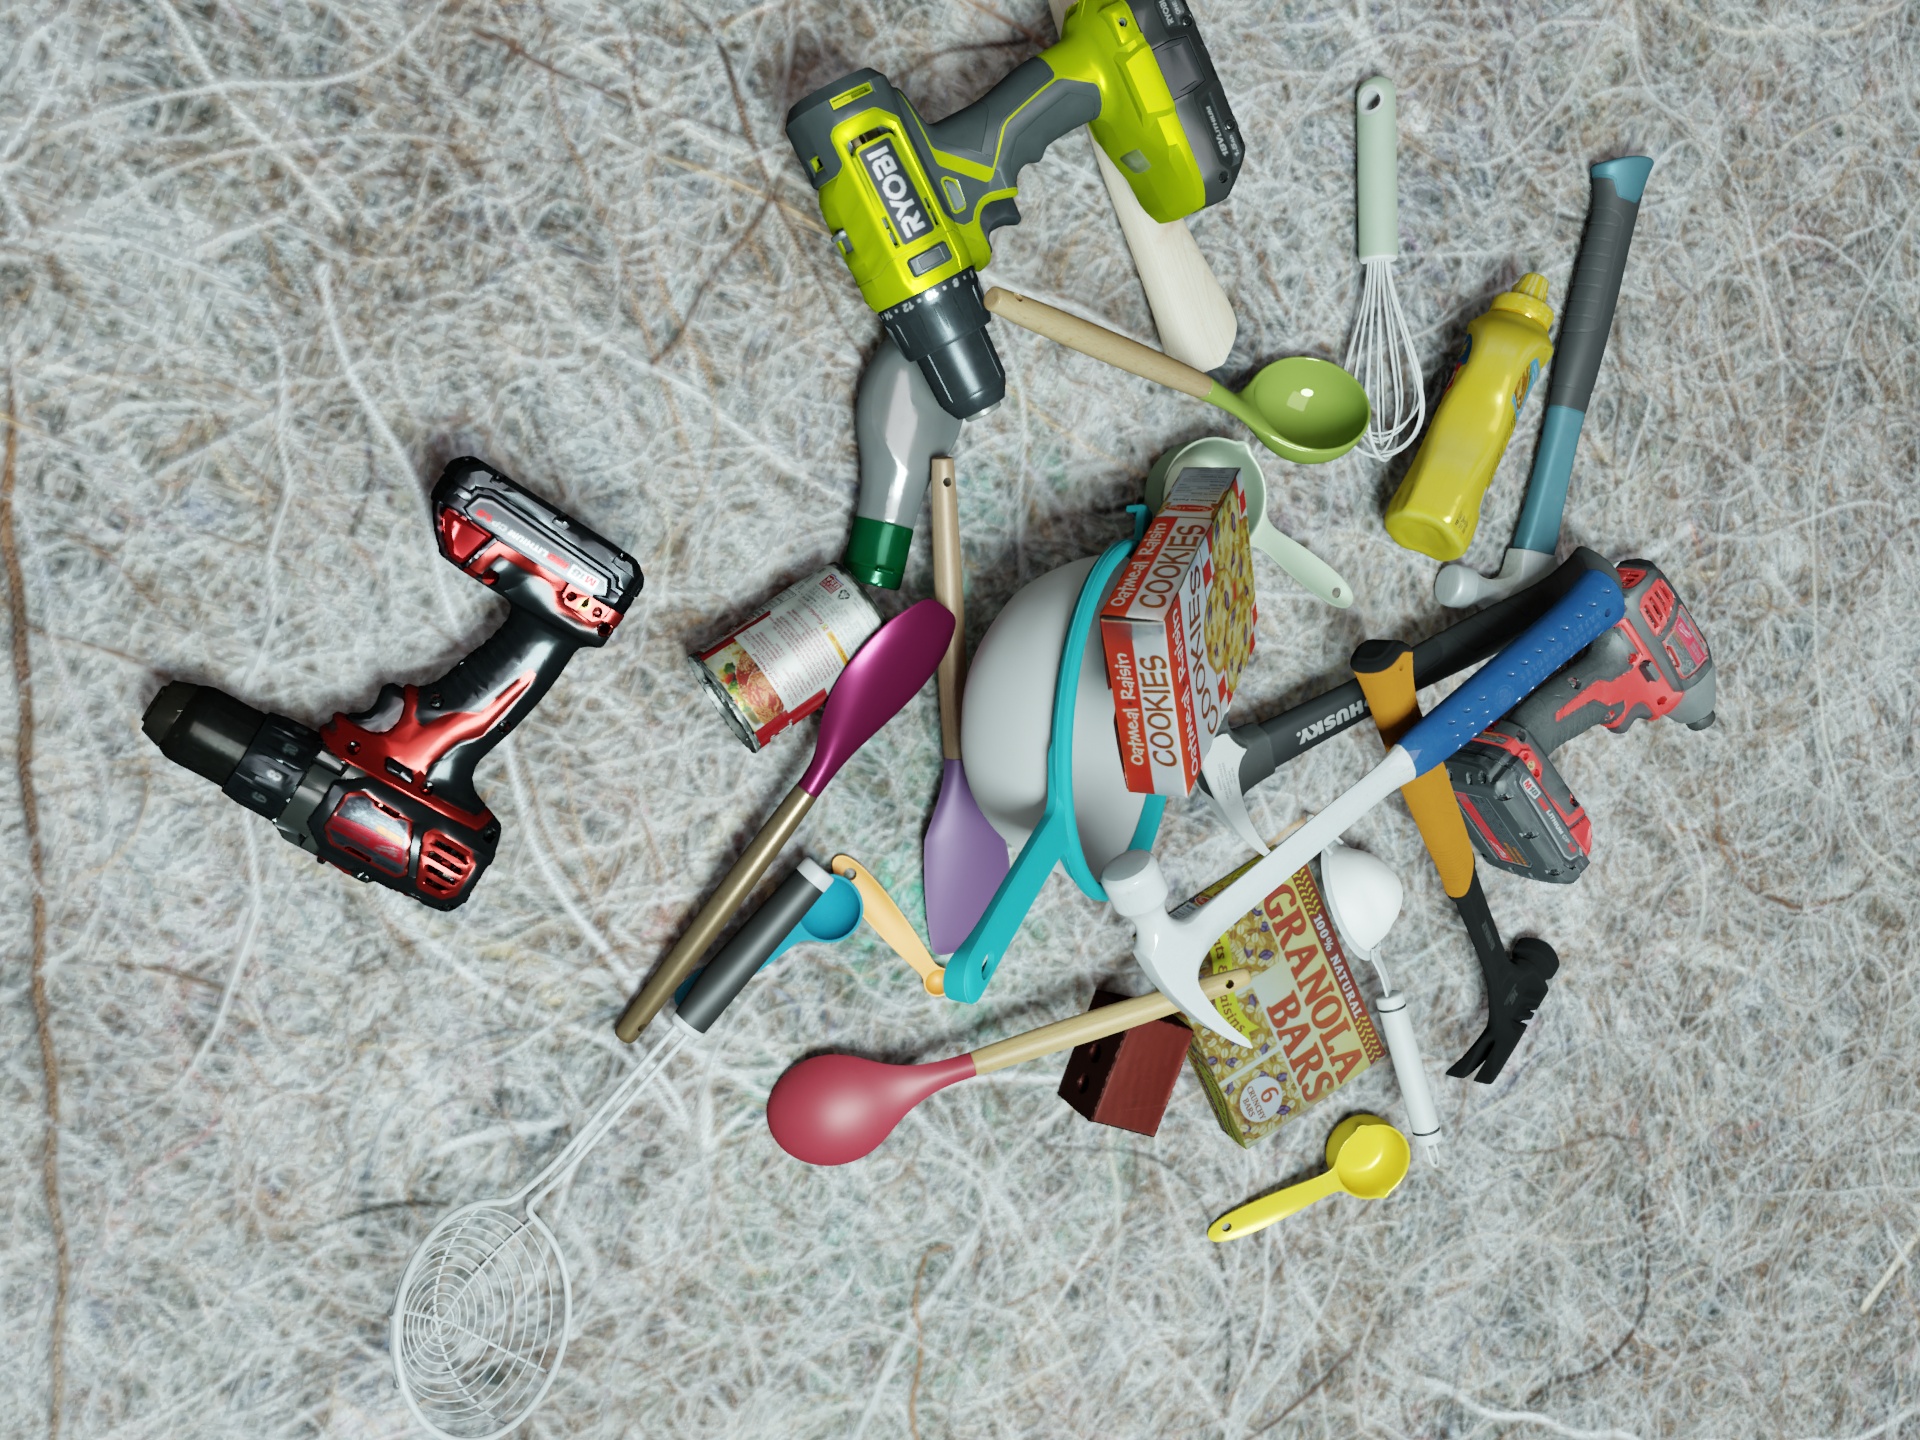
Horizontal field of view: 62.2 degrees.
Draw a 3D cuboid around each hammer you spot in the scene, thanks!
[{"bbox_3d":[0.070,-0.400,0.947,0.146,0.038,0.410,-25,106,-14],"label":"hammer"},{"bbox_3d":[0.424,-0.230,1.107,0.128,0.033,0.331,11,94,-21],"label":"hammer"},{"bbox_3d":[0.302,-0.028,1.061,0.335,0.035,0.146,-26,120,-12],"label":"hammer"},{"bbox_3d":[0.264,0.036,0.970,0.405,0.035,0.144,-36,115,-19],"label":"hammer"},{"bbox_3d":[0.323,0.090,1.064,0.127,0.034,0.336,-47,123,-31],"label":"hammer"}]

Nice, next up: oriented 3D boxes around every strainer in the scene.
[{"bbox_3d":[0.293,0.183,1.083,0.087,0.050,0.258,-25,100,-58],"label":"strainer"},{"bbox_3d":[0.033,0.032,0.896,0.340,0.095,0.210,-55,143,-47],"label":"strainer"}]

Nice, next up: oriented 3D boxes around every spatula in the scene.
[{"bbox_3d":[-0.002,-0.003,0.970,0.059,0.018,0.315,-11,110,-22],"label":"spatula"}]

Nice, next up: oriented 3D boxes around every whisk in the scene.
[{"bbox_3d":[0.274,-0.293,1.039,0.059,0.058,0.246,-11,100,-54],"label":"whisk"}]

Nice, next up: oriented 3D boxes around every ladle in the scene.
[{"bbox_3d":[0.033,0.207,0.990,0.315,0.031,0.069,-17,93,-7],"label":"ladle"},{"bbox_3d":[0.134,-0.209,0.925,0.320,0.062,0.078,8,52,-46],"label":"ladle"}]

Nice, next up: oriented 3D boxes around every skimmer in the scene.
[{"bbox_3d":[-0.183,0.236,0.906,0.363,0.090,0.127,-49,132,-6],"label":"skimmer"}]

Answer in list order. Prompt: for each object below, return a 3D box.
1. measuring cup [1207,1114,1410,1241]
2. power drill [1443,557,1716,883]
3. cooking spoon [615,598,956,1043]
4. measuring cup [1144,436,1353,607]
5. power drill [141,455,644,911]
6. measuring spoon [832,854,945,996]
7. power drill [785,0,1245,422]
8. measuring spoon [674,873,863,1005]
[{"bbox_3d":[0.243,0.328,1.129,0.156,0.029,0.062,-23,105,-4],"label":"measuring cup"},{"bbox_3d":[0.448,0.005,1.130,0.220,0.079,0.143,-45,111,-13],"label":"power drill"},{"bbox_3d":[-0.104,0.062,0.929,0.319,0.017,0.068,-53,146,5],"label":"cooking spoon"},{"bbox_3d":[0.188,-0.120,1.033,0.167,0.038,0.083,32,86,-24],"label":"measuring cup"},{"bbox_3d":[-0.295,-0.030,0.844,0.187,0.080,0.227,33,89,-21],"label":"power drill"},{"bbox_3d":[-0.043,0.128,0.996,0.021,0.011,0.116,-38,106,-2],"label":"measuring spoon"},{"bbox_3d":[0.039,-0.295,0.889,0.228,0.080,0.190,-31,105,-12],"label":"power drill"},{"bbox_3d":[-0.117,0.136,0.967,0.128,0.021,0.042,-31,94,-4],"label":"measuring spoon"}]
